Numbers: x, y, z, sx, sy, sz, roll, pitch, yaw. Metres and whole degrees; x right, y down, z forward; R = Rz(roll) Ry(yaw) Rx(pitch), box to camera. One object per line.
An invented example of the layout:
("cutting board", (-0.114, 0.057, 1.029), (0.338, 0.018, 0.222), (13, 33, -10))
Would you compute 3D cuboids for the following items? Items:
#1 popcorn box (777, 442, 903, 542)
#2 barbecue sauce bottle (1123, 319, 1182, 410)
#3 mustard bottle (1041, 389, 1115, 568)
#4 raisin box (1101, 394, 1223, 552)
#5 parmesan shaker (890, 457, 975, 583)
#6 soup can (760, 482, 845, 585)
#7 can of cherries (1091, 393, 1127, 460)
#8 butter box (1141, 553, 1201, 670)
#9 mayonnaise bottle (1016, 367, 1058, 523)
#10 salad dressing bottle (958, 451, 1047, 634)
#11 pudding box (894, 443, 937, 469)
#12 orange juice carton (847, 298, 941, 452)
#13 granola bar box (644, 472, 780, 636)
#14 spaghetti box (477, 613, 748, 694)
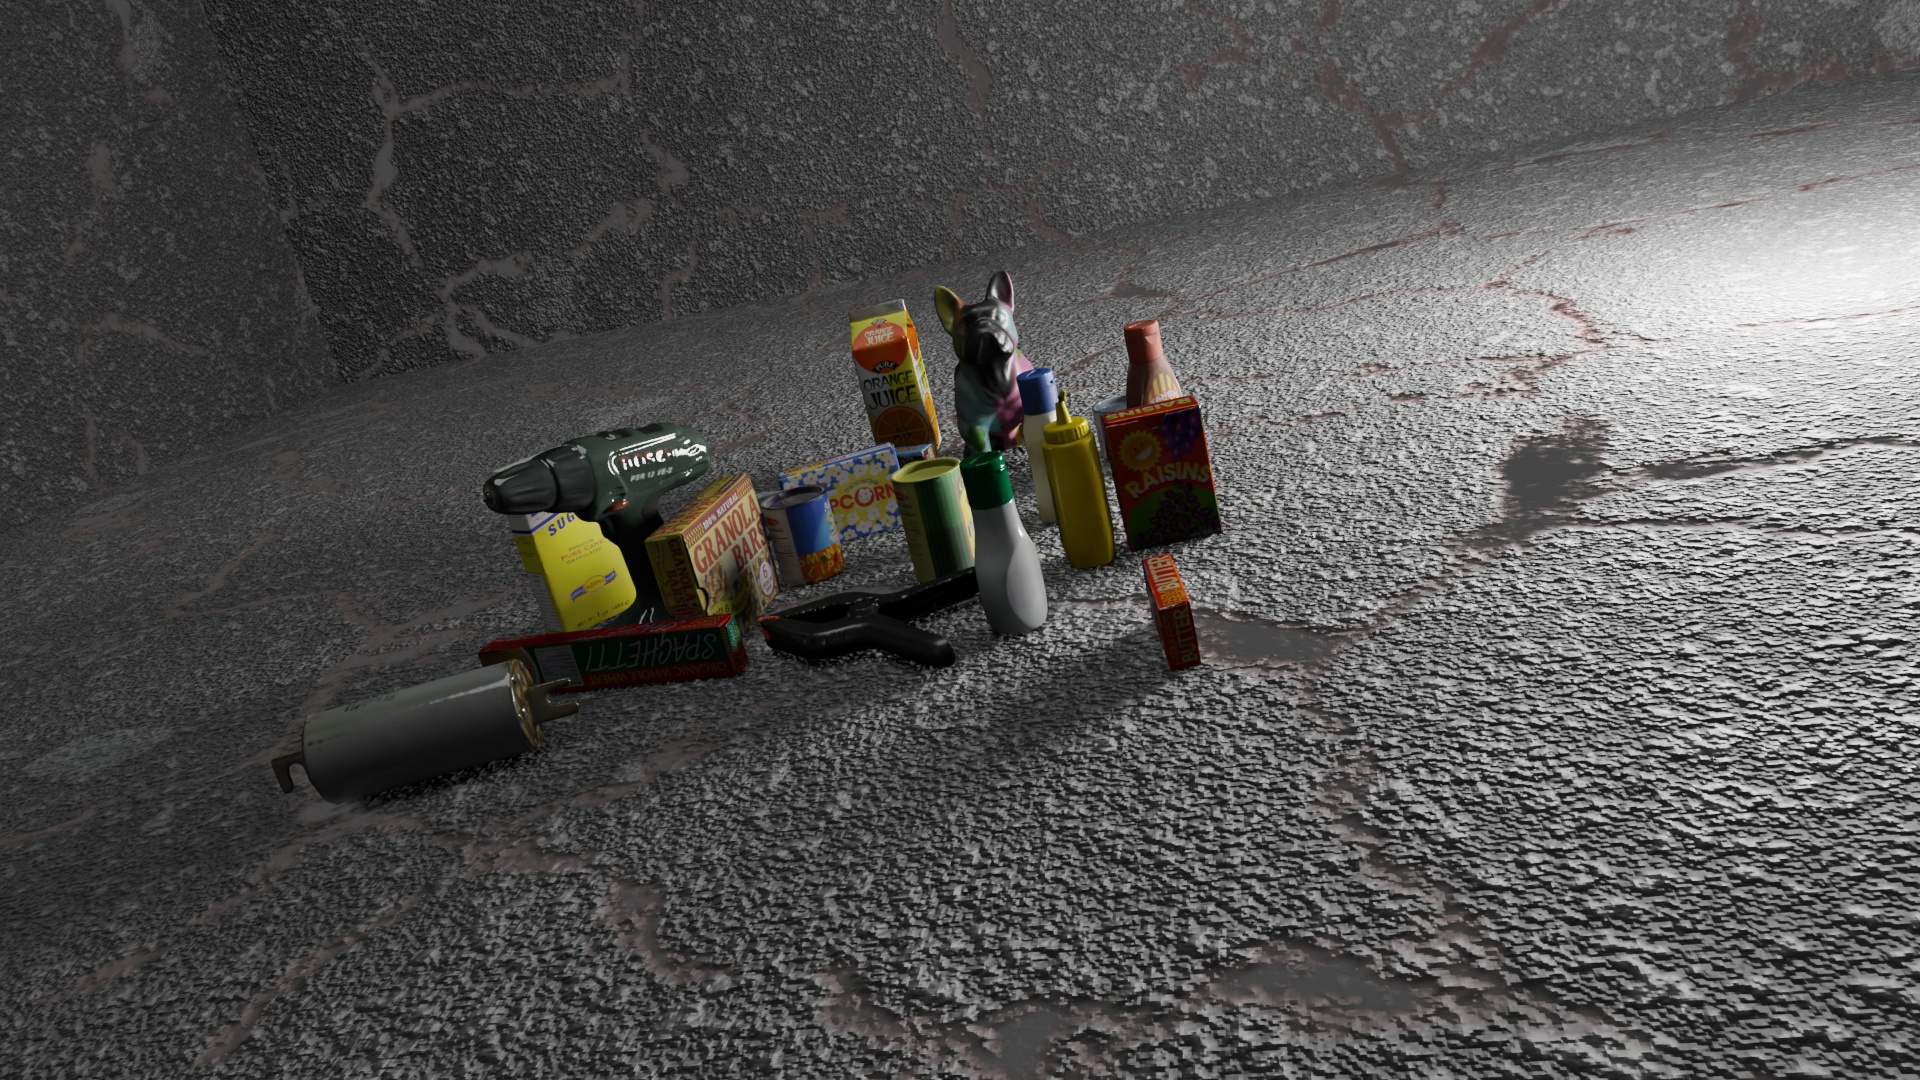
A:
("popcorn box", (-0.122, -0.046, 1.466), (0.127, 0.085, 0.038), (-16, 18, -7))
("barbecue sauce bottle", (0.202, -0.157, 1.464), (0.065, 0.148, 0.044), (-22, 20, -24))
("mustard bottle", (0.101, -0.057, 1.228), (0.049, 0.159, 0.065), (-11, 18, 7))
("raisin box", (0.179, -0.059, 1.238), (0.086, 0.123, 0.040), (-12, 18, 4))
("parmesan shaker", (-0.022, -0.019, 1.292), (0.071, 0.102, 0.071), (-12, 18, 4))
("soup can", (-0.153, -0.006, 1.377), (0.071, 0.083, 0.071), (-12, 18, 4))
("can of cherries", (0.185, -0.125, 1.525), (0.071, 0.058, 0.072), (-12, 18, 4))
("butter box", (0.157, 0.052, 1.040), (0.024, 0.053, 0.104), (-12, 19, 4))
("mayonnaise bottle", (0.087, -0.094, 1.363), (0.041, 0.147, 0.065), (-5, 20, 25))
("salad dressing bottle", (0.033, 0.002, 1.124), (0.044, 0.147, 0.064), (-1, 22, 34))
("pudding box", (-0.066, -0.081, 1.586), (0.083, 0.049, 0.030), (-3, 21, 28))
("orange juice carton", (-0.082, -0.195, 1.703), (0.072, 0.192, 0.073), (-11, 18, 9))
("granola bar box", (-0.222, 0.023, 1.276), (0.039, 0.123, 0.166), (-8, 19, 16))
("spaghetti box", (-0.306, 0.103, 1.220), (0.250, 0.050, 0.029), (-7, 19, 18))
